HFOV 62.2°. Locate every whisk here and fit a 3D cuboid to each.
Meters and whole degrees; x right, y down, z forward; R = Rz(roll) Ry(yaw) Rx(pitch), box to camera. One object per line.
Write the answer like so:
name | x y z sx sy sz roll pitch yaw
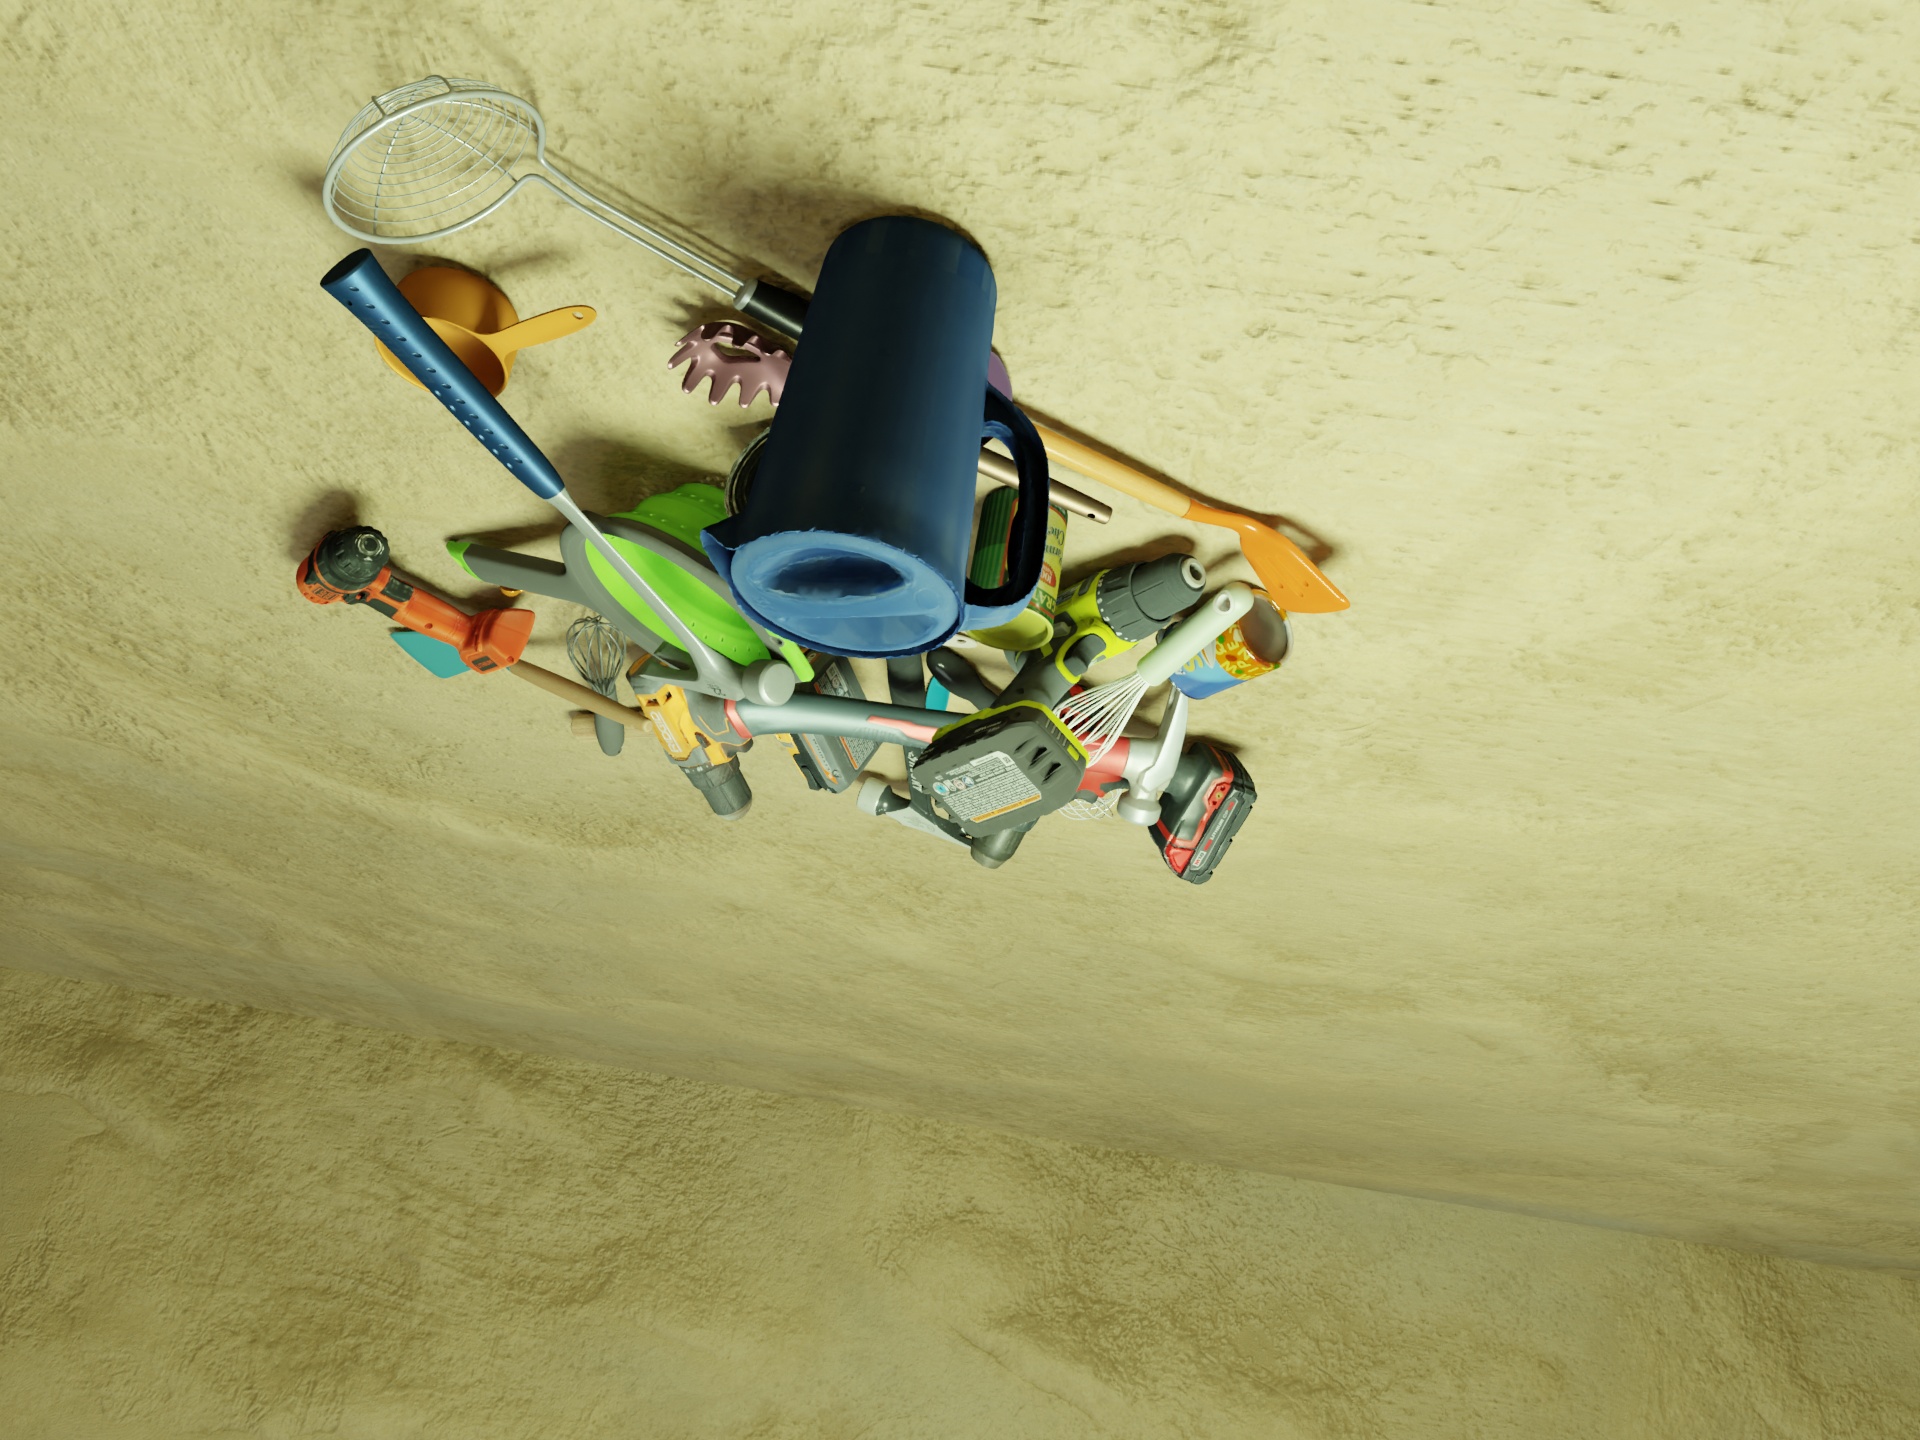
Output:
whisk | -0.336 -0.027 1.499 0.055 0.055 0.238 10 149 -1
whisk | 0.143 -0.033 1.241 0.059 0.058 0.246 -8 155 -43
whisk | 0.061 0.012 1.465 0.070 0.070 0.284 -12 141 38

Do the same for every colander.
colander | -0.261 -0.130 1.266 0.397 0.094 0.204 14 151 35

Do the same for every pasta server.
pasta server | -0.040 -0.193 1.070 0.316 0.040 0.060 22 145 -13

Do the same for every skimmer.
skimmer | -0.185 -0.262 0.944 0.363 0.090 0.127 23 142 -28

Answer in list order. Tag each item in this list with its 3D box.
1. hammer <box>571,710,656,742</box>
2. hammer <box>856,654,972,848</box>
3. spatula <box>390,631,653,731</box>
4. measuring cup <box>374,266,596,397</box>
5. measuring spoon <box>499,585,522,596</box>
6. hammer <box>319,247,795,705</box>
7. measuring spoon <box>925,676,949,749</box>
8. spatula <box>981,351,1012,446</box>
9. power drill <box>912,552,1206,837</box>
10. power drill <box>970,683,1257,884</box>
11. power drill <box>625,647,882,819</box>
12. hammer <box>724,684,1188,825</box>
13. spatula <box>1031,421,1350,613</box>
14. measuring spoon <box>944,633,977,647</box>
hammer | -0.243 0.000 1.568 0.331 0.031 0.129 -4 150 27
hammer | -0.041 0.014 1.467 0.149 0.036 0.408 22 155 13
spatula | -0.402 -0.033 1.477 0.318 0.044 0.082 21 159 33
measuring cup | -0.299 -0.263 1.034 0.173 0.052 0.095 -7 149 28
measuring spoon | -0.340 -0.107 1.381 0.117 0.021 0.011 7 129 -13
hammer | -0.274 -0.148 1.082 0.144 0.035 0.405 7 146 43
measuring spoon | -0.021 -0.012 1.488 0.042 0.021 0.128 23 146 7
spatula | -0.003 -0.168 1.157 0.060 0.018 0.315 11 153 1
power drill | 0.077 -0.030 1.182 0.080 0.229 0.190 48 140 -16
power drill | 0.132 0.076 1.444 0.226 0.080 0.188 20 111 -20
power drill | -0.183 0.018 1.451 0.226 0.084 0.185 0 128 35
hammer | -0.002 -0.004 1.328 0.386 0.038 0.143 8 112 -11
spatula | 0.135 -0.149 1.109 0.322 0.041 0.081 20 173 -24
measuring spoon | -0.042 -0.082 1.355 0.124 0.018 0.034 12 154 -21
